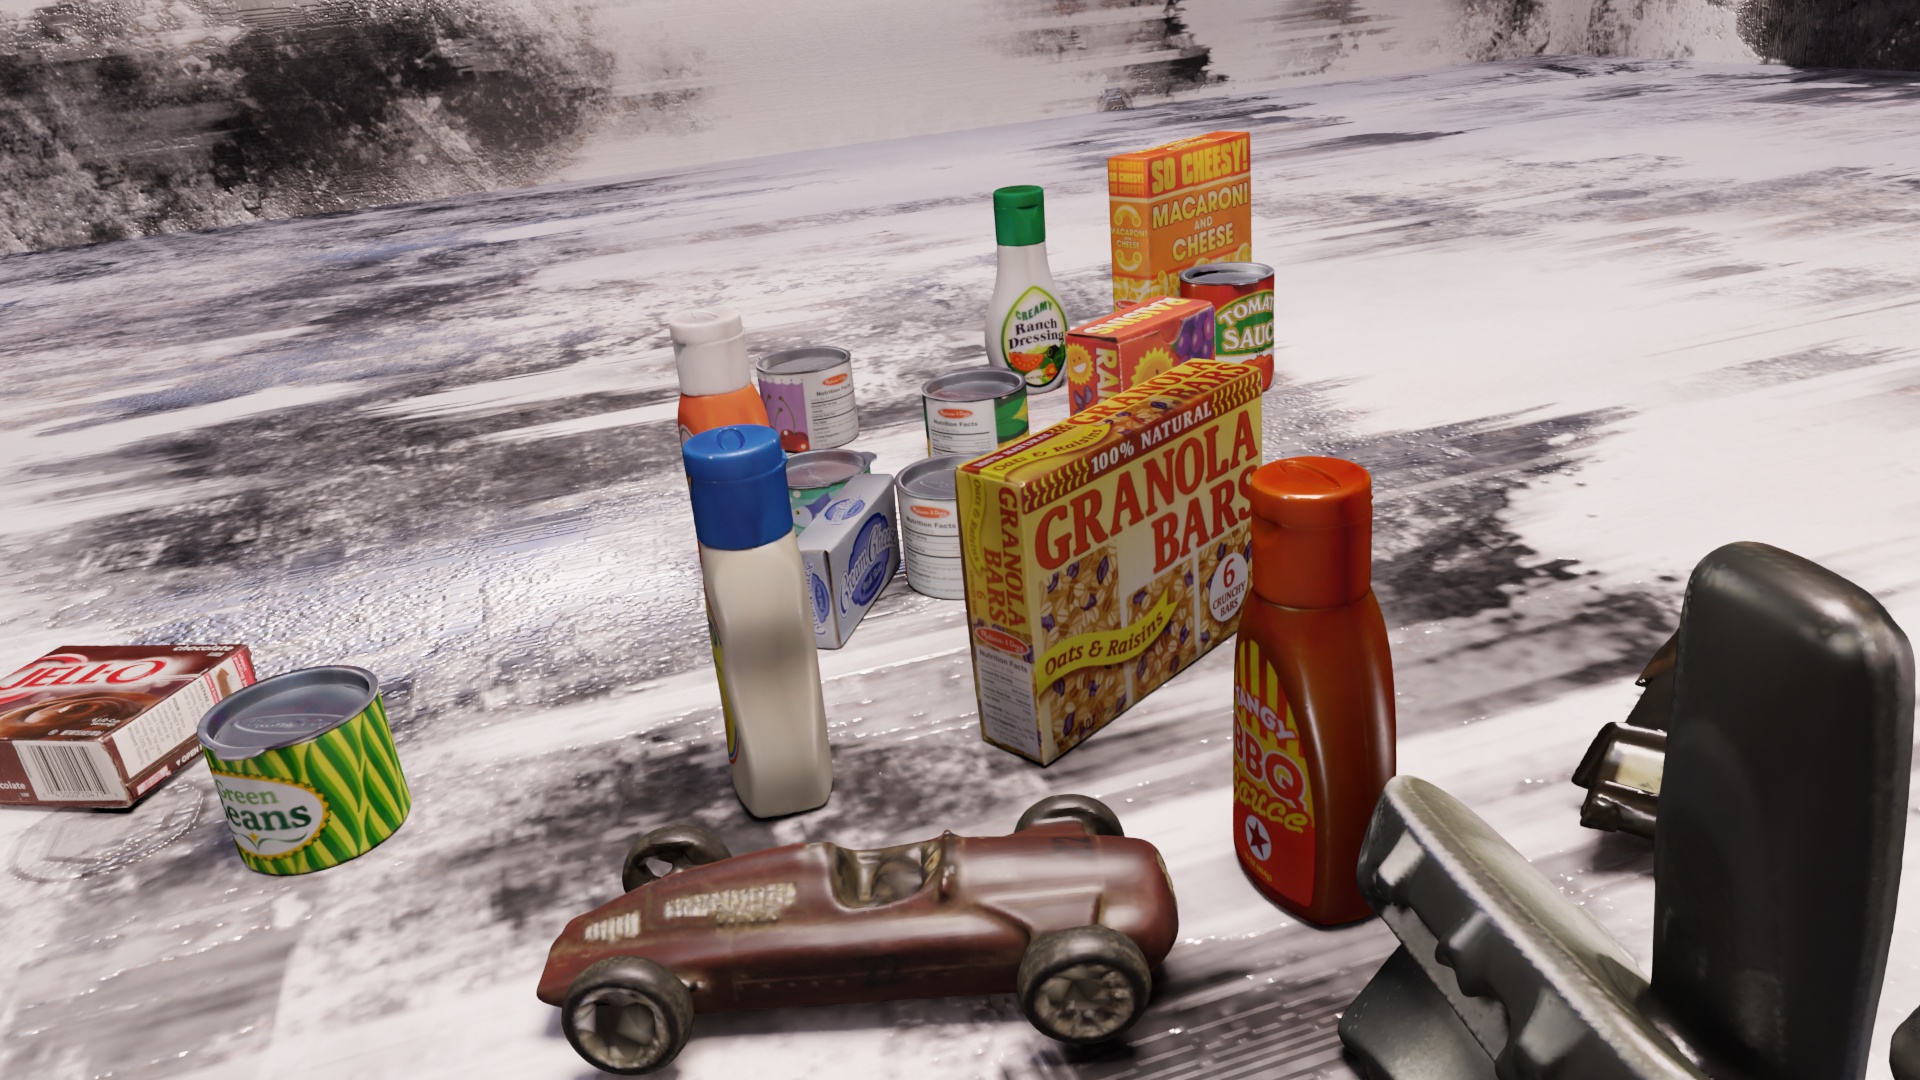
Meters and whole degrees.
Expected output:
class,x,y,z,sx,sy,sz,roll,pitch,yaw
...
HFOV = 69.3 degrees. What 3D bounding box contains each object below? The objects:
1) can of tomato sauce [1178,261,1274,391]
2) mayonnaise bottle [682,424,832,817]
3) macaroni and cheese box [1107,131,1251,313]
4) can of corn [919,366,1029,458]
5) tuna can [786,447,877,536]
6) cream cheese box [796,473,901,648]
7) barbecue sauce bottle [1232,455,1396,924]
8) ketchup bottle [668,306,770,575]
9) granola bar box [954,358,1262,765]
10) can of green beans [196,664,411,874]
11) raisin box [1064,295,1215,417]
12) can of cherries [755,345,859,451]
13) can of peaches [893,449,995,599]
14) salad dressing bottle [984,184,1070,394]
class,x,y,z,sx,sy,sz,roll,pitch,yaw
can of tomato sauce,0.191,-0.150,0.987,0.071,0.082,0.071,-5,23,2
mayonnaise bottle,-0.078,0.030,0.538,0.041,0.147,0.065,-10,23,-11
macaroni and cheese box,0.163,-0.208,1.024,0.124,0.165,0.040,-25,29,-38
can of corn,0.012,-0.072,0.875,0.071,0.058,0.071,-5,23,2
tuna can,-0.082,-0.030,0.829,0.071,0.032,0.071,-5,23,2
cream cheese box,-0.057,0.008,0.707,0.024,0.053,0.104,1,24,16
barbecue sauce bottle,0.114,0.047,0.452,0.044,0.148,0.065,-13,23,-17
ketchup bottle,-0.122,-0.046,0.727,0.044,0.148,0.065,-19,26,-30
granola bar box,0.070,0.003,0.599,0.039,0.123,0.166,15,30,41
can of green beans,-0.260,0.090,0.553,0.071,0.057,0.071,-5,23,2
raisin box,0.099,-0.061,0.747,0.040,0.123,0.086,16,31,42
can of cherries,-0.107,-0.099,0.967,0.071,0.058,0.072,-5,23,2
can of peaches,0.003,-0.009,0.729,0.071,0.057,0.071,-5,23,2
salad dressing bottle,0.047,-0.182,1.015,0.064,0.147,0.044,-12,23,-15
